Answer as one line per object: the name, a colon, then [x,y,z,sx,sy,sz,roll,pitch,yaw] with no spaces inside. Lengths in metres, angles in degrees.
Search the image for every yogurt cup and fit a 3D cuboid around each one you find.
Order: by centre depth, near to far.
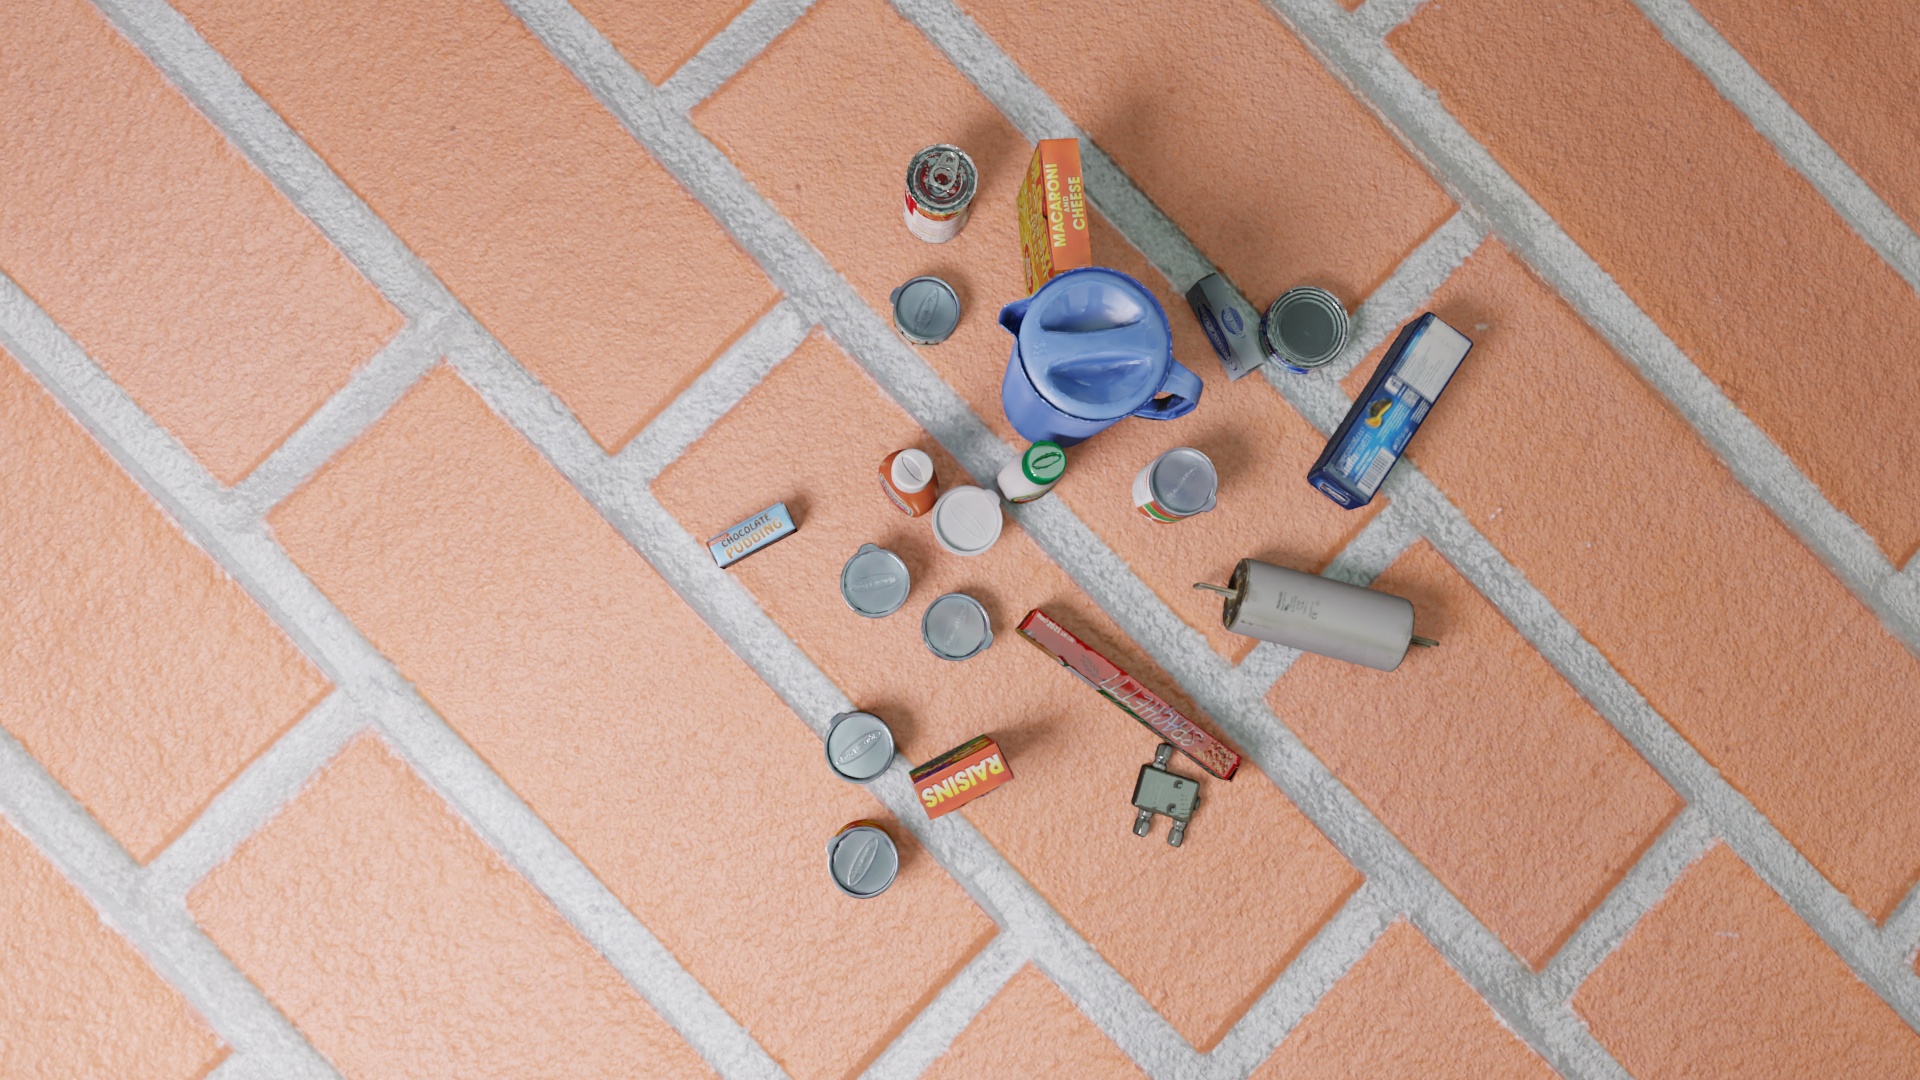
yogurt cup: [0.005,-0.017,1.345,0.072,0.054,0.072,0,85,-4]

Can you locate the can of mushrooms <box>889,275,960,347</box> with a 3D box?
can of mushrooms: [-0.036,-0.227,1.373,0.071,0.033,0.071,0,85,-4]

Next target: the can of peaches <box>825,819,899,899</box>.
can of peaches: [-0.093,0.297,1.304,0.071,0.058,0.071,0,85,-4]

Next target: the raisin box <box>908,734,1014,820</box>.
raisin box: [-0.002,0.218,1.286,0.086,0.123,0.040,-25,87,-6]

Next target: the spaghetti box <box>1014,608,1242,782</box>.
spaghetti box: [0.162,0.149,1.343,0.250,0.050,0.029,36,83,0]

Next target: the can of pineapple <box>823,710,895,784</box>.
can of pineapple: [-0.096,0.193,1.314,0.071,0.058,0.071,0,85,-4]

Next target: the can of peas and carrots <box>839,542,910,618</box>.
can of peas and carrots: [-0.083,0.040,1.330,0.071,0.058,0.071,0,85,-4]

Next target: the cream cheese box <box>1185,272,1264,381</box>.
cream cheese box: [0.263,-0.212,1.385,0.024,0.053,0.104,-27,87,-6]

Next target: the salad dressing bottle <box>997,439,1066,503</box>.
salad dressing bottle: [0.070,-0.065,1.308,0.064,0.147,0.044,-21,87,-6]

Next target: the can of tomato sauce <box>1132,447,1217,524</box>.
can of tomato sauce: [0.209,-0.051,1.350,0.071,0.083,0.071,0,85,-4]

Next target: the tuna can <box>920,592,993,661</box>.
tuna can: [-0.003,0.085,1.345,0.071,0.033,0.071,0,84,-4]

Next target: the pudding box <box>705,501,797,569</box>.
pudding box: [-0.199,-0.004,1.330,0.084,0.049,0.030,-28,88,-6]

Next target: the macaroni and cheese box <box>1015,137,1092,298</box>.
macaroni and cheese box: [0.086,-0.294,1.322,0.040,0.166,0.123,-6,85,-5]

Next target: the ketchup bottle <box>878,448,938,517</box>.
ketchup bottle: [-0.047,-0.058,1.297,0.043,0.148,0.065,-40,89,-7]
